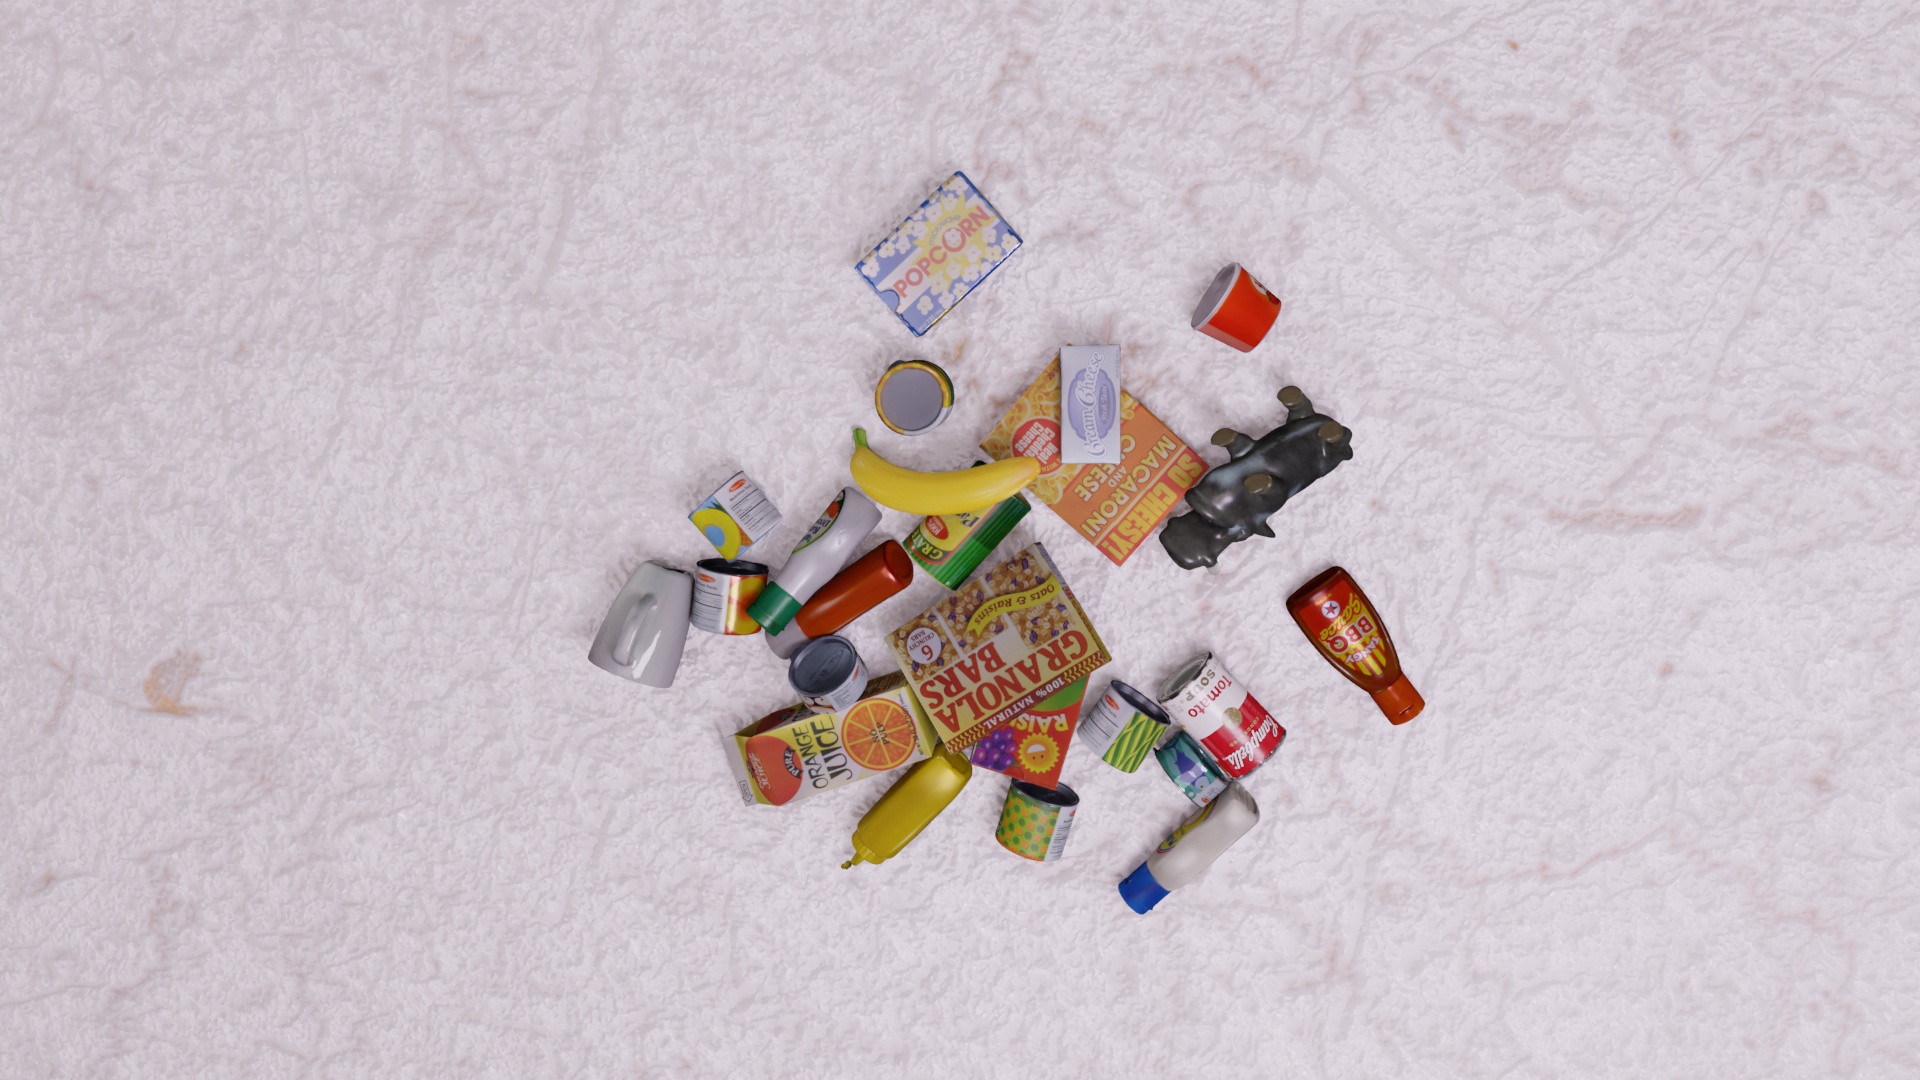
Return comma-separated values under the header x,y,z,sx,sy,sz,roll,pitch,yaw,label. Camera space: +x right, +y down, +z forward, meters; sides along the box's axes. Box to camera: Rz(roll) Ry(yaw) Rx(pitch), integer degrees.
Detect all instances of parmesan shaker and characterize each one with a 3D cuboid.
x,y,z,sx,sy,sz,roll,pitch,yaw,label
0.004,-0.016,1.252,0.071,0.071,0.103,42,99,-2,parmesan shaker

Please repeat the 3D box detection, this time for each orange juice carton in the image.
x,y,z,sx,sy,sz,roll,pitch,yaw,label
-0.124,0.187,1.287,0.192,0.073,0.071,-19,97,8,orange juice carton

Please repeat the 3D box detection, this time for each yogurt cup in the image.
x,y,z,sx,sy,sz,roll,pitch,yaw,label
0.241,-0.199,1.205,0.054,0.072,0.072,31,100,-9,yogurt cup

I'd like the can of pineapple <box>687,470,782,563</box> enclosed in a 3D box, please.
x,y,z,sx,sy,sz,roll,pitch,yaw,label
-0.206,-0.021,1.268,0.071,0.071,0.058,-40,94,9,can of pineapple

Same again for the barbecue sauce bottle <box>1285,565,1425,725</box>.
x,y,z,sx,sy,sz,roll,pitch,yaw,label
0.360,0.098,1.249,0.065,0.044,0.148,-37,94,8,barbecue sauce bottle

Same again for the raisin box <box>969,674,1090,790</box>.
x,y,z,sx,sy,sz,roll,pitch,yaw,label
0.066,0.158,1.285,0.086,0.040,0.123,16,100,2,raisin box

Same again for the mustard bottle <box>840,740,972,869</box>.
x,y,z,sx,sy,sz,roll,pitch,yaw,label
-0.056,0.257,1.300,0.049,0.065,0.160,43,105,0,mustard bottle

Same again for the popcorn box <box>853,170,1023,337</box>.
x,y,z,sx,sy,sz,roll,pitch,yaw,label
-0.018,-0.253,1.231,0.126,0.038,0.085,-42,94,9,popcorn box

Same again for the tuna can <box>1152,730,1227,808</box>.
x,y,z,sx,sy,sz,roll,pitch,yaw,label
0.209,0.206,1.268,0.033,0.071,0.071,-43,93,9,tuna can

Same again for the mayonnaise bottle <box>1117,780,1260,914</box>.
x,y,z,sx,sy,sz,roll,pitch,yaw,label
0.210,0.286,1.282,0.041,0.065,0.148,46,103,0,mayonnaise bottle

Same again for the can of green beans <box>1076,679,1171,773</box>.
x,y,z,sx,sy,sz,roll,pitch,yaw,label
0.148,0.170,1.266,0.071,0.071,0.057,34,101,-1,can of green beans

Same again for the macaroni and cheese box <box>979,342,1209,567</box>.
x,y,z,sx,sy,sz,roll,pitch,yaw,label
0.120,-0.077,1.245,0.166,0.040,0.123,41,99,-2,macaroni and cheese box

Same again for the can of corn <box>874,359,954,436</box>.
x,y,z,sx,sy,sz,roll,pitch,yaw,label
-0.042,-0.130,1.241,0.071,0.058,0.071,1,99,4,can of corn

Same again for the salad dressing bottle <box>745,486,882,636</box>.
x,y,z,sx,sy,sz,roll,pitch,yaw,label
-0.133,0.020,1.254,0.044,0.064,0.148,42,80,-17,salad dressing bottle

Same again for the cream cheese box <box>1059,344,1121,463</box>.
x,y,z,sx,sy,sz,roll,pitch,yaw,label
0.113,-0.118,1.206,0.053,0.024,0.103,-1,96,6,cream cheese box

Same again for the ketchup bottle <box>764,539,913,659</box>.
x,y,z,sx,sy,sz,roll,pitch,yaw,label
-0.113,0.057,1.275,0.148,0.065,0.043,-33,106,17,ketchup bottle

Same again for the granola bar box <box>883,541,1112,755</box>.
x,y,z,sx,sy,sz,roll,pitch,yaw,label
0.033,0.096,1.239,0.165,0.039,0.124,-33,82,14,granola bar box

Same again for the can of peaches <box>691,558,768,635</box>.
x,y,z,sx,sy,sz,roll,pitch,yaw,label
-0.211,0.051,1.279,0.071,0.071,0.058,9,99,3,can of peaches

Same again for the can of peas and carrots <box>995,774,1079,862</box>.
x,y,z,sx,sy,sz,roll,pitch,yaw,label
0.069,0.256,1.286,0.071,0.071,0.058,16,100,2,can of peas and carrots

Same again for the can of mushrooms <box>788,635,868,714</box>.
x,y,z,sx,sy,sz,roll,pitch,yaw,label
-0.120,0.120,1.251,0.071,0.071,0.033,-20,136,7,can of mushrooms
